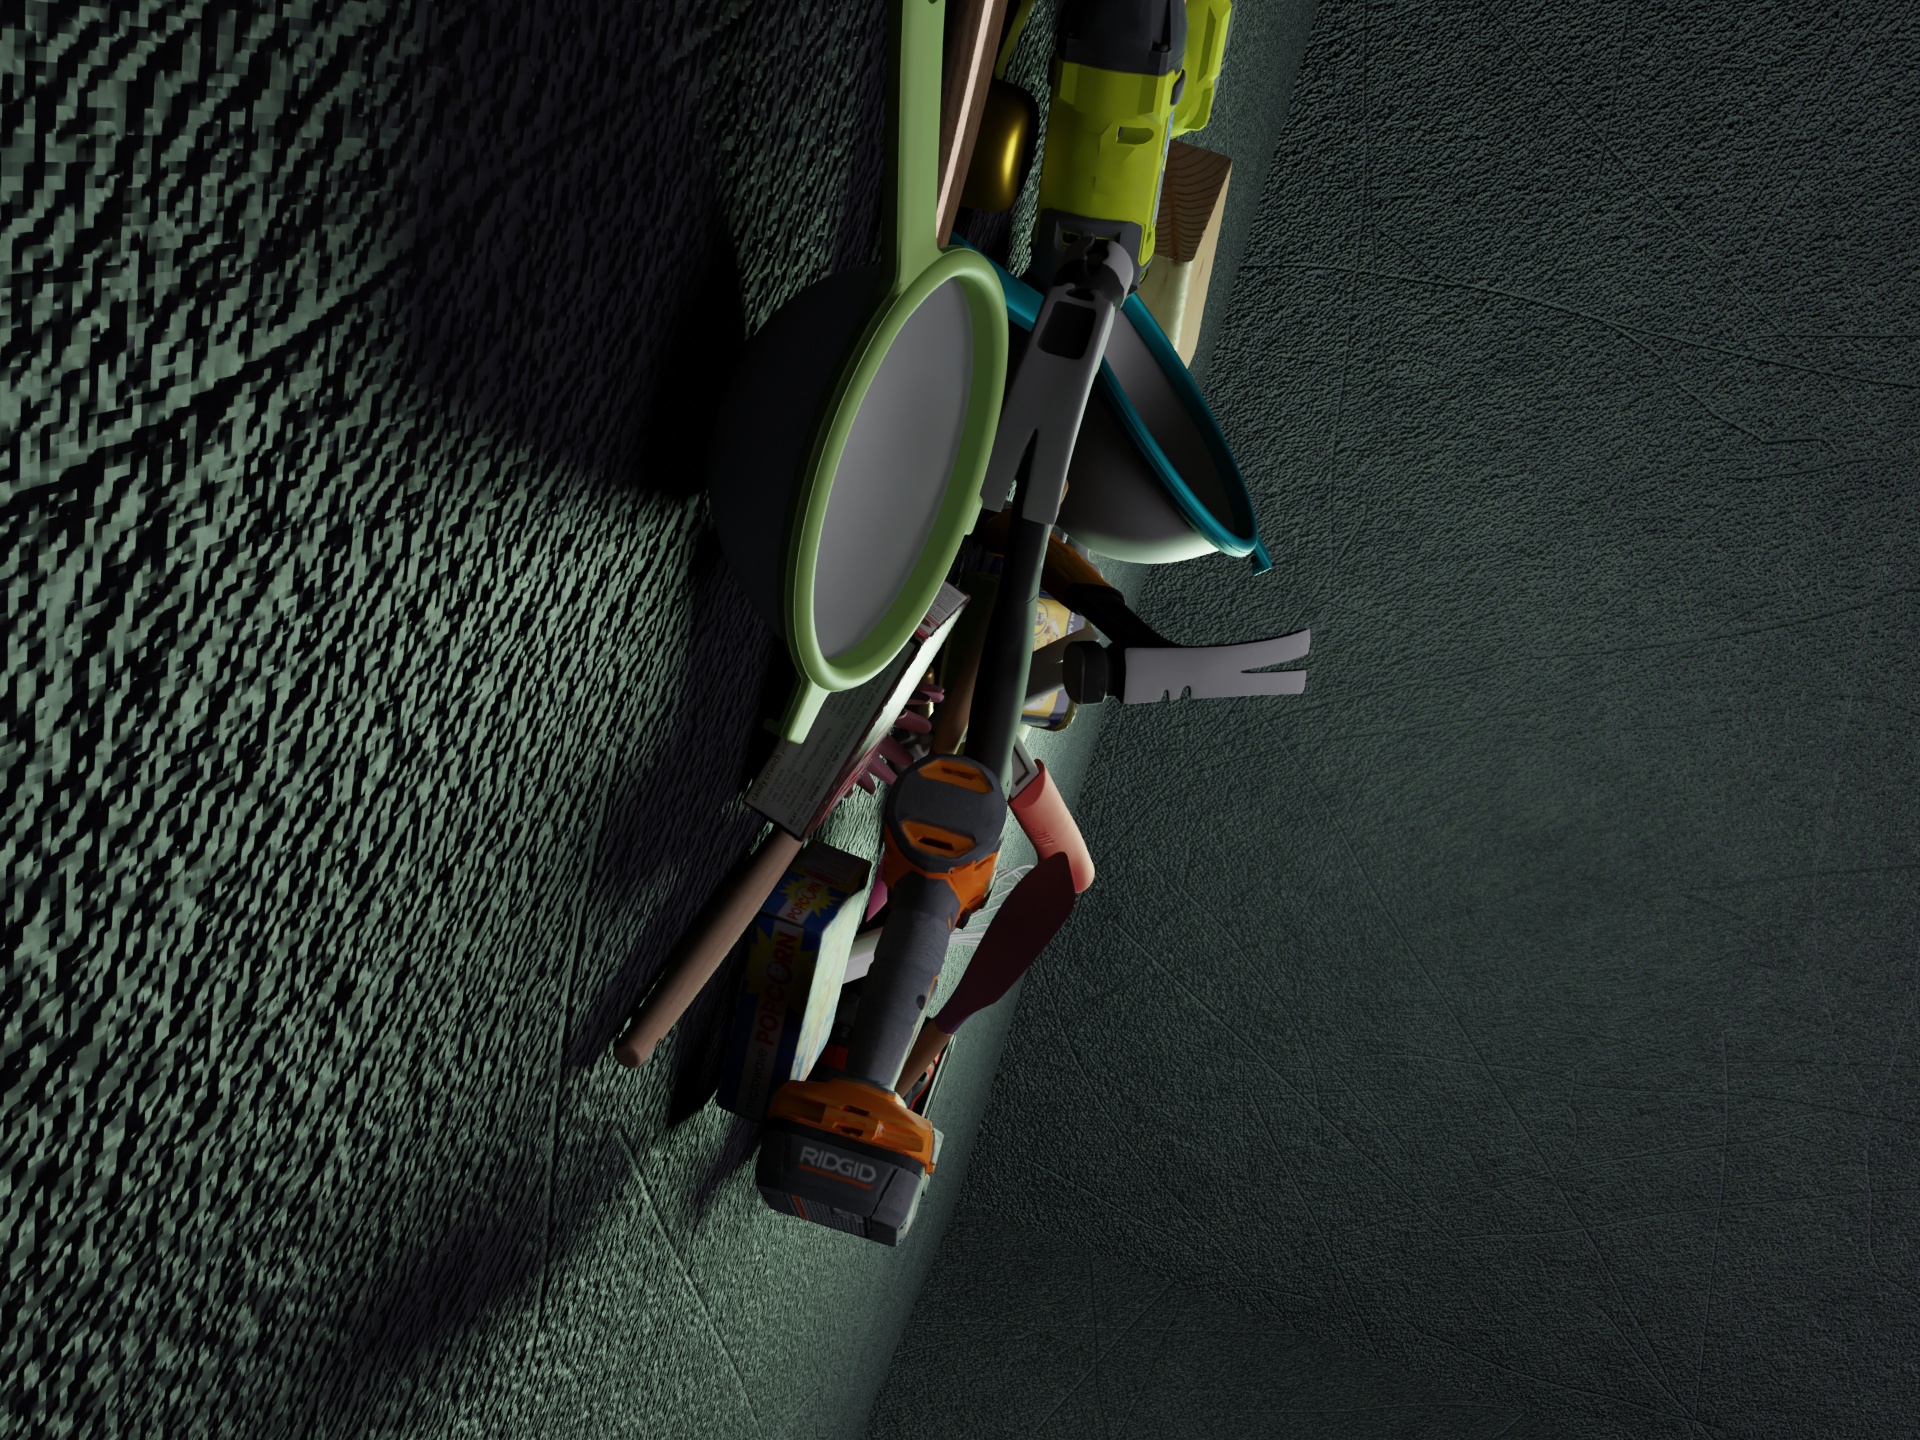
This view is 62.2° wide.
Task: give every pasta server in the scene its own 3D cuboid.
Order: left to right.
[{"bbox_3d":[-0.078,0.062,0.757,0.060,0.040,0.316,-67,175,33],"label":"pasta server"}]

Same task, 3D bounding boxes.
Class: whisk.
[{"bbox_3d":[-0.019,0.135,1.010,0.246,0.059,0.057,-11,126,-52],"label":"whisk"}]

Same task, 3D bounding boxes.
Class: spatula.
[{"bbox_3d":[-0.022,0.188,0.915,0.315,0.018,0.060,-54,-153,29],"label":"spatula"}]

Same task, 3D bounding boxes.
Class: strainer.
[{"bbox_3d":[-0.040,-0.128,0.494,0.256,0.069,0.151,95,22,-43],"label":"strainer"},{"bbox_3d":[0.045,-0.172,0.849,0.340,0.095,0.211,10,54,-60],"label":"strainer"}]

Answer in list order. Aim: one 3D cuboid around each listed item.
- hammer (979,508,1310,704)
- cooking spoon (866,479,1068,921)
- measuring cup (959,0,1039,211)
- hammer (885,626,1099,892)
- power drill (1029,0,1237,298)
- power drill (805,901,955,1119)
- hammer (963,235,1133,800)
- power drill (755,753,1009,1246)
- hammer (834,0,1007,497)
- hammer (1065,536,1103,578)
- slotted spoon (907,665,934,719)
[{"bbox_3d":[0.080,-0.077,0.937,0.337,0.127,0.034,-125,-146,-67],"label":"hammer"},{"bbox_3d":[-0.001,-0.003,0.895,0.069,0.017,0.318,-59,173,-54],"label":"cooking spoon"},{"bbox_3d":[0.034,-0.304,0.718,0.062,0.029,0.156,36,75,-81],"label":"measuring cup"},{"bbox_3d":[0.059,0.050,1.112,0.149,0.037,0.358,-28,154,2],"label":"hammer"},{"bbox_3d":[0.086,-0.326,0.766,0.223,0.080,0.171,-71,171,-49],"label":"power drill"},{"bbox_3d":[-0.059,0.221,1.109,0.226,0.080,0.188,74,35,-71],"label":"power drill"},{"bbox_3d":[0.026,-0.052,0.765,0.334,0.035,0.146,99,8,-52],"label":"hammer"},{"bbox_3d":[-0.032,0.147,0.825,0.164,0.084,0.227,96,11,-66],"label":"power drill"},{"bbox_3d":[-0.013,-0.207,0.624,0.130,0.031,0.331,-52,158,-68],"label":"hammer"},{"bbox_3d":[0.048,-0.023,1.311,0.405,0.035,0.144,106,-17,-49],"label":"hammer"},{"bbox_3d":[-0.035,0.074,1.105,0.313,0.031,0.070,96,2,-47],"label":"slotted spoon"}]
